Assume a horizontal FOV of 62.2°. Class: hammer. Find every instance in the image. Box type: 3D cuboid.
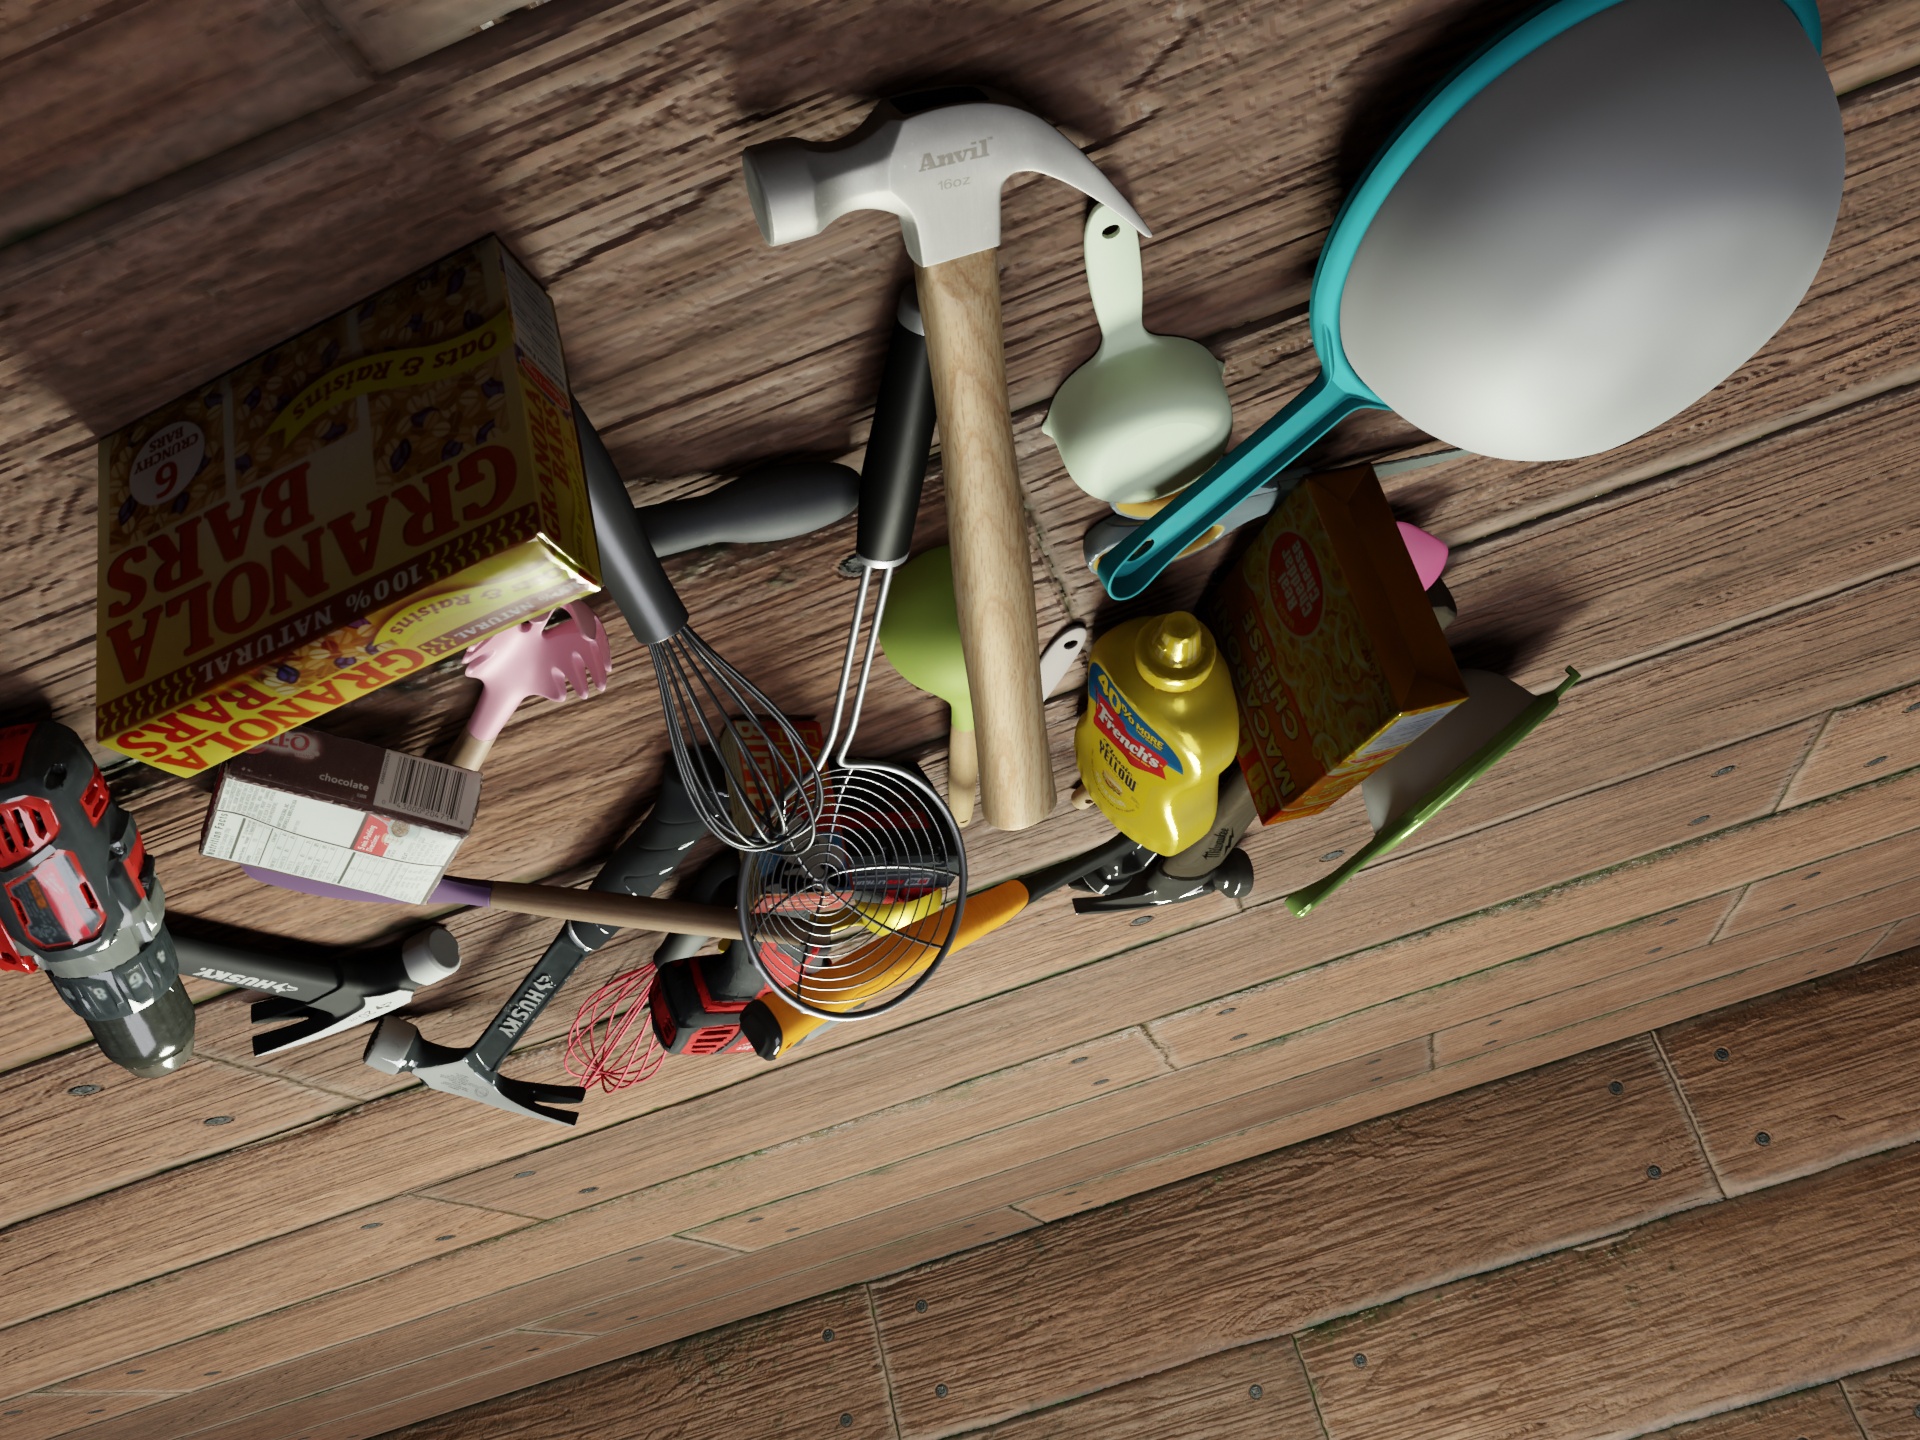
[{"bbox_3d":[-0.235,0.142,0.980,0.149,0.036,0.408,28,131,-19],"label":"hammer"},{"bbox_3d":[-0.445,0.125,0.867,0.146,0.035,0.334,-26,152,18],"label":"hammer"},{"bbox_3d":[0.196,0.029,1.049,0.146,0.038,0.410,-5,151,-19],"label":"hammer"},{"bbox_3d":[0.013,0.113,0.940,0.337,0.034,0.127,-22,157,-40],"label":"hammer"},{"bbox_3d":[0.012,-0.078,0.614,0.130,0.031,0.331,-19,135,-10],"label":"hammer"}]

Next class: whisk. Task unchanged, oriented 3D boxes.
[{"bbox_3d":[-0.204,0.173,1.082,0.073,0.073,0.295,3,142,-33],"label":"whisk"},{"bbox_3d":[-0.115,-0.037,0.620,0.055,0.055,0.238,-20,122,8],"label":"whisk"},{"bbox_3d":[-0.175,-0.063,0.637,0.284,0.070,0.070,-15,154,-14],"label":"whisk"}]

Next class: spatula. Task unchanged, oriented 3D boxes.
[{"bbox_3d":[-0.227,0.098,0.862,0.316,0.018,0.059,7,150,-5],"label":"spatula"}]

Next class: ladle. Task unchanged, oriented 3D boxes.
[{"bbox_3d":[-0.001,-0.003,0.879,0.078,0.062,0.320,-16,161,-7],"label":"ladle"}]

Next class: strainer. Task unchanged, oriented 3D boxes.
[{"bbox_3d":[0.200,-0.130,0.620,0.340,0.095,0.210,-39,148,22],"label":"strainer"},{"bbox_3d":[0.269,0.037,0.999,0.256,0.069,0.151,-31,165,-35],"label":"strainer"}]

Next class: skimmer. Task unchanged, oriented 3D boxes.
[{"bbox_3d":[-0.028,-0.009,0.691,0.127,0.090,0.363,-18,143,-30],"label":"skimmer"}]

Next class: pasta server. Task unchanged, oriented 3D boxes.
[{"bbox_3d":[-0.244,0.023,0.780,0.060,0.040,0.316,18,142,-25],"label":"pasta server"}]

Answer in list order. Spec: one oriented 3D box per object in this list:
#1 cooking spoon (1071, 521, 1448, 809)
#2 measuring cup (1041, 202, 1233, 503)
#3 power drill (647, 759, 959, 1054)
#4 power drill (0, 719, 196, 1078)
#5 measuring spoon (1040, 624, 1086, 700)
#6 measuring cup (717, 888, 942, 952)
[{"bbox_3d":[0.159,-0.021,0.936,0.068,0.017,0.319,23,141,-22],"label":"cooking spoon"},{"bbox_3d":[0.071,-0.141,0.636,0.083,0.038,0.167,-18,156,3],"label":"measuring cup"},{"bbox_3d":[-0.091,0.124,0.966,0.143,0.079,0.219,3,135,-33],"label":"power drill"},{"bbox_3d":[-0.468,0.104,0.700,0.226,0.080,0.187,-13,126,-10],"label":"power drill"},{"bbox_3d":[0.047,-0.014,0.896,0.034,0.018,0.124,-5,151,-21],"label":"measuring spoon"},{"bbox_3d":[-0.090,0.125,1.053,0.156,0.062,0.029,-15,132,5],"label":"measuring cup"}]
